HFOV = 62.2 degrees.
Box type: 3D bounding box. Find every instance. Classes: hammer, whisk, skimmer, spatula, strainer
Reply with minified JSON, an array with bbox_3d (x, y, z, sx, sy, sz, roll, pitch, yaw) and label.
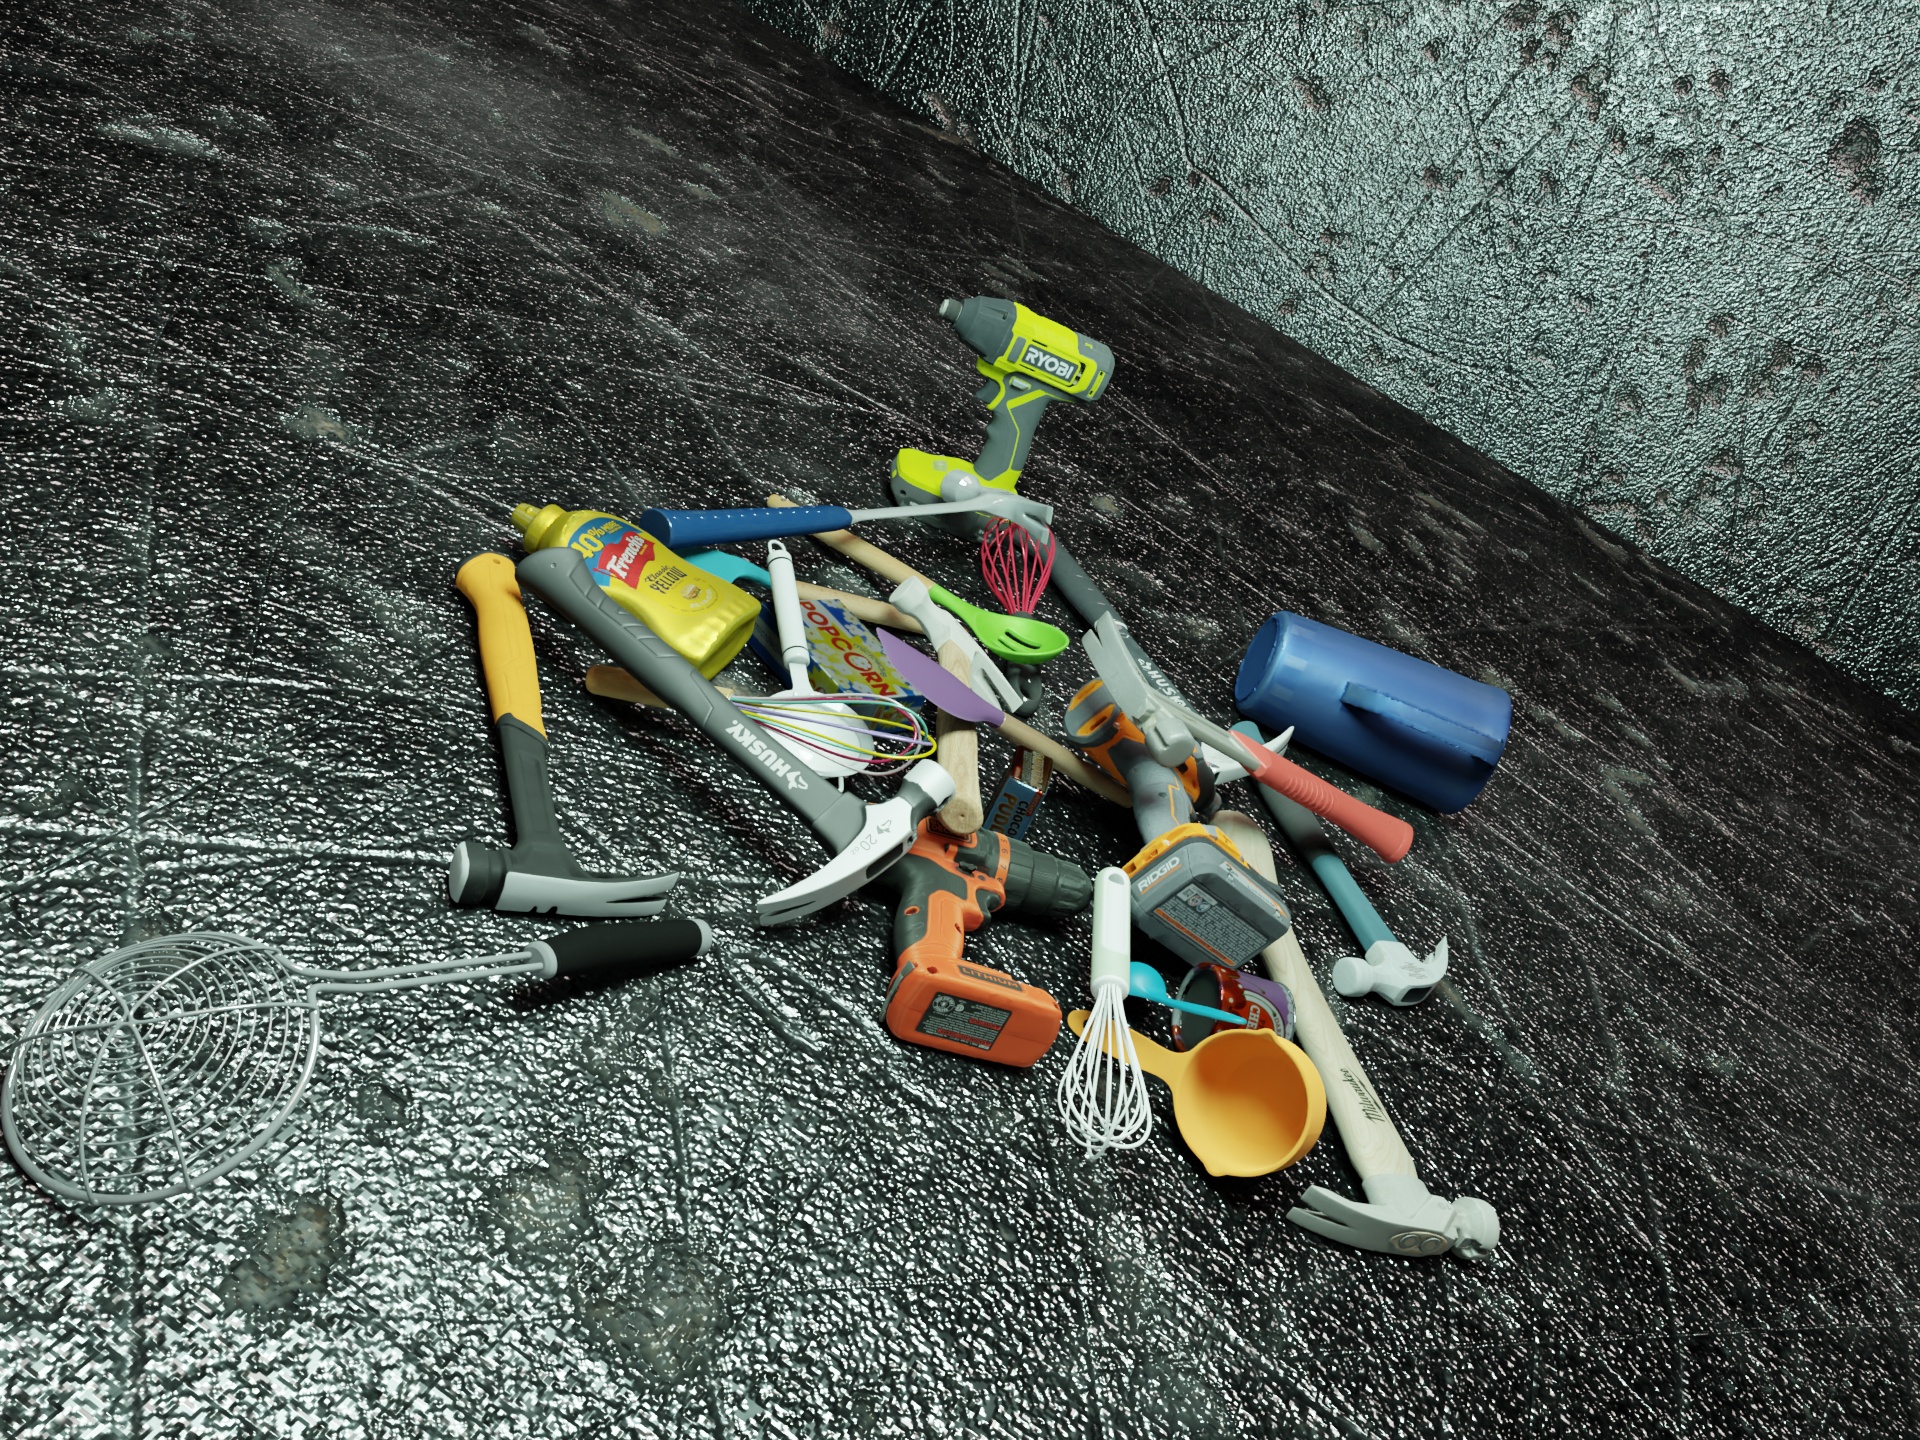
[{"bbox_3d":[0.303,0.111,1.351,0.128,0.033,0.331,11,34,-29],"label":"hammer"},{"bbox_3d":[0.054,-0.102,1.448,0.073,0.073,0.296,20,37,-16],"label":"whisk"},{"bbox_3d":[0.242,0.033,1.259,0.358,0.036,0.149,26,26,-37],"label":"hammer"},{"bbox_3d":[0.156,-0.077,1.496,0.149,0.036,0.409,-7,40,-26],"label":"hammer"},{"bbox_3d":[0.242,0.203,1.150,0.146,0.038,0.411,15,31,-21],"label":"hammer"},{"bbox_3d":[-0.136,-0.006,1.078,0.245,0.051,0.047,11,54,5],"label":"whisk"},{"bbox_3d":[-0.269,0.147,0.791,0.127,0.090,0.363,42,21,27],"label":"skimmer"},{"bbox_3d":[-0.089,-0.174,1.357,0.144,0.035,0.405,26,26,39],"label":"hammer"},{"bbox_3d":[0.043,0.010,1.184,0.315,0.018,0.060,31,26,-46],"label":"spatula"},{"bbox_3d":[-0.275,-0.004,1.017,0.127,0.034,0.337,9,35,-31],"label":"hammer"},{"bbox_3d":[-0.002,-0.004,1.187,0.130,0.031,0.331,45,16,-18],"label":"hammer"},{"bbox_3d":[0.094,0.174,1.002,0.058,0.059,0.247,17,34,-5],"label":"whisk"},{"bbox_3d":[-0.173,-0.007,1.037,0.335,0.035,0.146,39,66,19],"label":"hammer"},{"bbox_3d":[-0.124,-0.095,1.311,0.317,0.044,0.082,12,31,-36],"label":"spatula"},{"bbox_3d":[-0.118,-0.037,1.161,0.086,0.050,0.259,6,49,-25],"label":"strainer"}]

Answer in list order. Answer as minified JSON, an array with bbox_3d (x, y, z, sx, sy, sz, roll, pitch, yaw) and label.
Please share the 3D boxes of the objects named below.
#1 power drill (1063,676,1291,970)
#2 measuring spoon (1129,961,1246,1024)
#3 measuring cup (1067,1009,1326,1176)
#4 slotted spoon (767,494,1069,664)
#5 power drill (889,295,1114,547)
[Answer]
[{"bbox_3d":[0.168,0.081,1.201,0.164,0.084,0.227,36,24,-34],"label":"power drill"},{"bbox_3d":[0.143,0.177,1.043,0.042,0.021,0.129,12,-4,-32],"label":"measuring spoon"},{"bbox_3d":[0.149,0.224,1.010,0.174,0.095,0.052,21,-1,33],"label":"measuring cup"},{"bbox_3d":[-0.044,-0.125,1.390,0.314,0.031,0.070,31,36,19],"label":"slotted spoon"},{"bbox_3d":[0.024,-0.295,1.548,0.171,0.223,0.080,20,30,-16],"label":"power drill"}]
